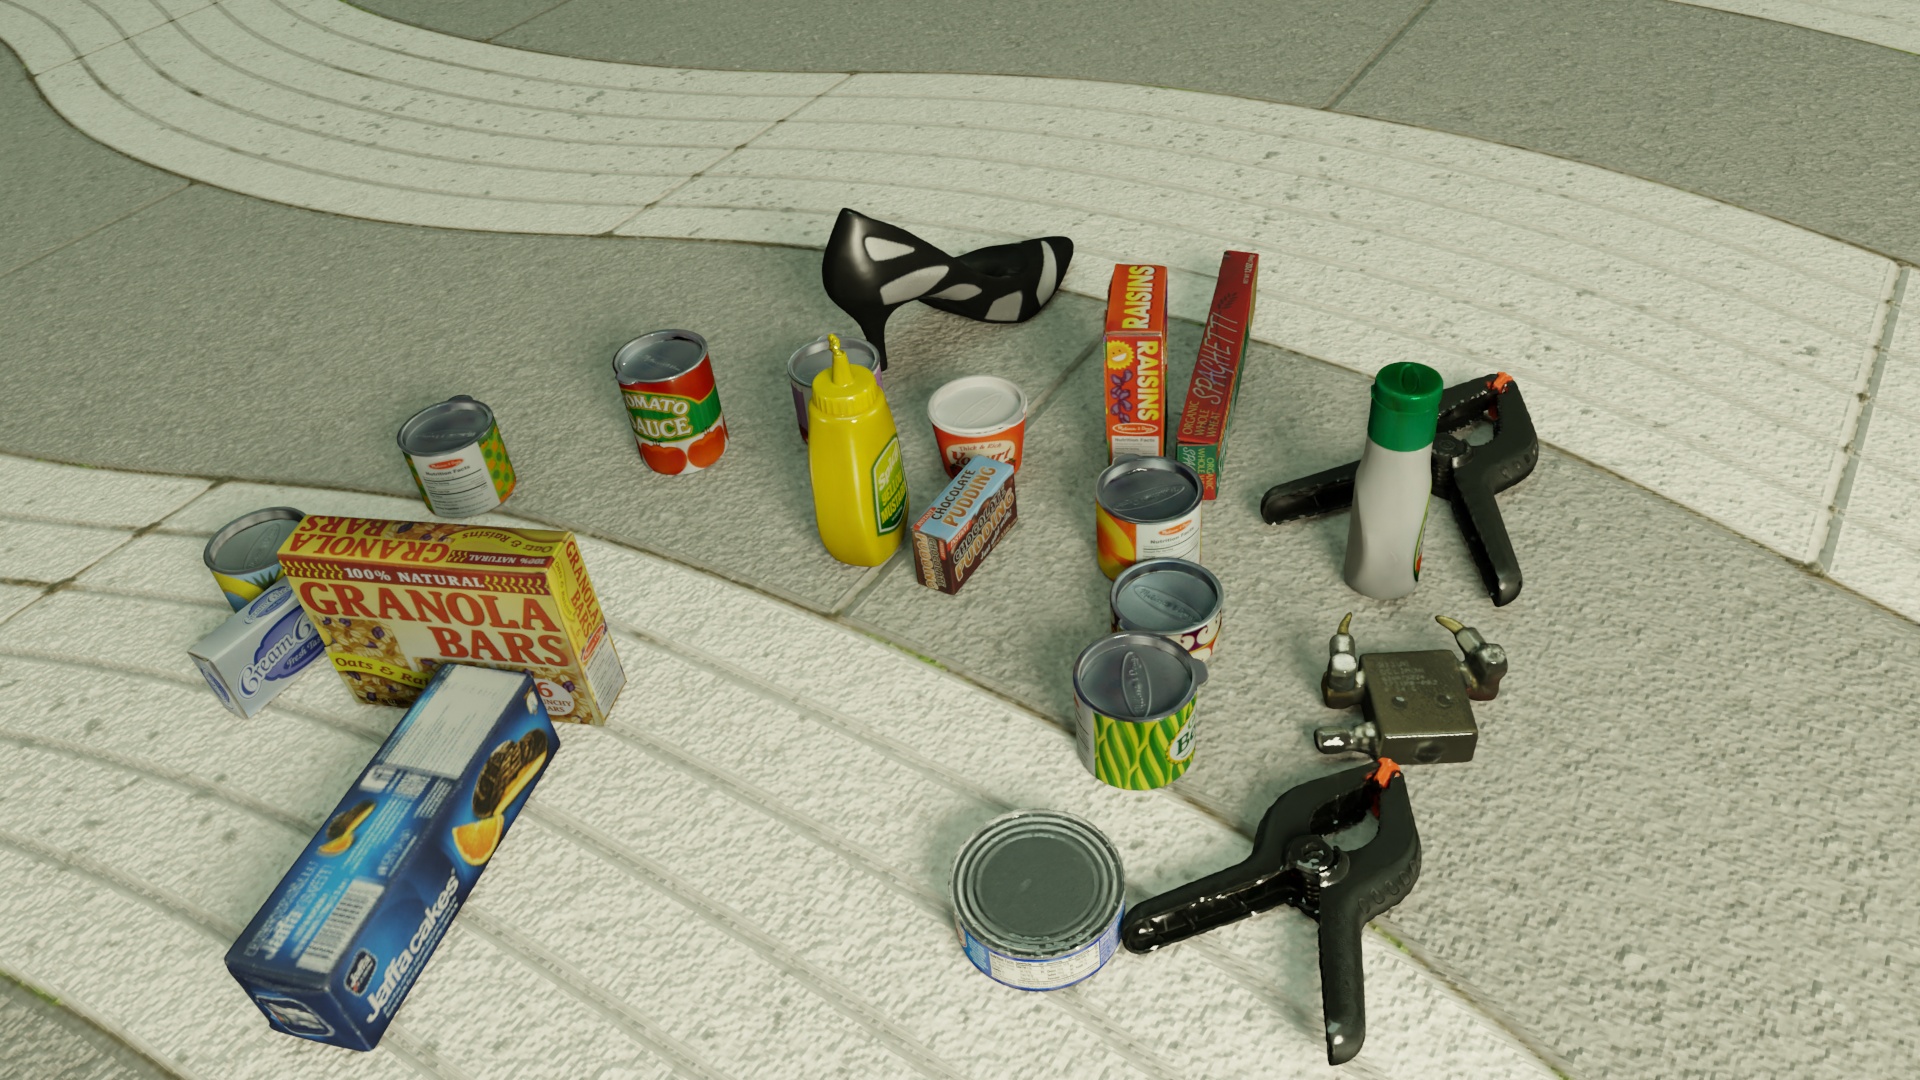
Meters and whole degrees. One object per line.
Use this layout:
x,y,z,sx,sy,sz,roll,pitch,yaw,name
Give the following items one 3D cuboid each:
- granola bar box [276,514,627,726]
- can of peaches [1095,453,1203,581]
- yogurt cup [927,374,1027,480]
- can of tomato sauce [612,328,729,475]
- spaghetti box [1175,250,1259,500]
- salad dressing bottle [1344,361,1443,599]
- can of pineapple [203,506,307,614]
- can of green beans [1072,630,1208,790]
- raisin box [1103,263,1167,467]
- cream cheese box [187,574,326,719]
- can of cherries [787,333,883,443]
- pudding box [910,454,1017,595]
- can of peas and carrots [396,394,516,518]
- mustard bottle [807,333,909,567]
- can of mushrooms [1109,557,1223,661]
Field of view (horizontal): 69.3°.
-0.290,0.047,0.800,0.165,0.123,0.039,3,41,11,granola bar box
0.117,-0.012,0.866,0.071,0.057,0.071,-4,41,3,can of peaches
0.013,-0.074,0.955,0.072,0.053,0.073,-4,41,3,yogurt cup
-0.206,-0.097,0.989,0.071,0.082,0.071,-4,41,3,can of tomato sauce
0.185,-0.124,0.993,0.029,0.050,0.251,6,42,15,spaghetti box
0.251,-0.033,0.804,0.044,0.146,0.064,4,42,13,salad dressing bottle
-0.444,0.021,0.902,0.071,0.057,0.071,-4,41,3,can of pineapple
0.094,0.092,0.748,0.071,0.057,0.071,-4,41,3,can of green beans
0.118,-0.111,0.931,0.040,0.122,0.086,2,41,10,raisin box
-0.418,0.057,0.860,0.024,0.053,0.104,17,46,25,cream cheese box
-0.087,-0.107,1.004,0.071,0.058,0.072,-4,41,3,can of cherries
0.003,-0.011,0.887,0.030,0.049,0.084,18,46,26,pudding box
-0.355,-0.059,0.983,0.071,0.058,0.071,-4,41,3,can of peas and carrots
-0.067,-0.058,0.866,0.049,0.159,0.066,11,43,19,mustard bottle
0.120,0.045,0.819,0.071,0.033,0.071,-4,41,3,can of mushrooms
